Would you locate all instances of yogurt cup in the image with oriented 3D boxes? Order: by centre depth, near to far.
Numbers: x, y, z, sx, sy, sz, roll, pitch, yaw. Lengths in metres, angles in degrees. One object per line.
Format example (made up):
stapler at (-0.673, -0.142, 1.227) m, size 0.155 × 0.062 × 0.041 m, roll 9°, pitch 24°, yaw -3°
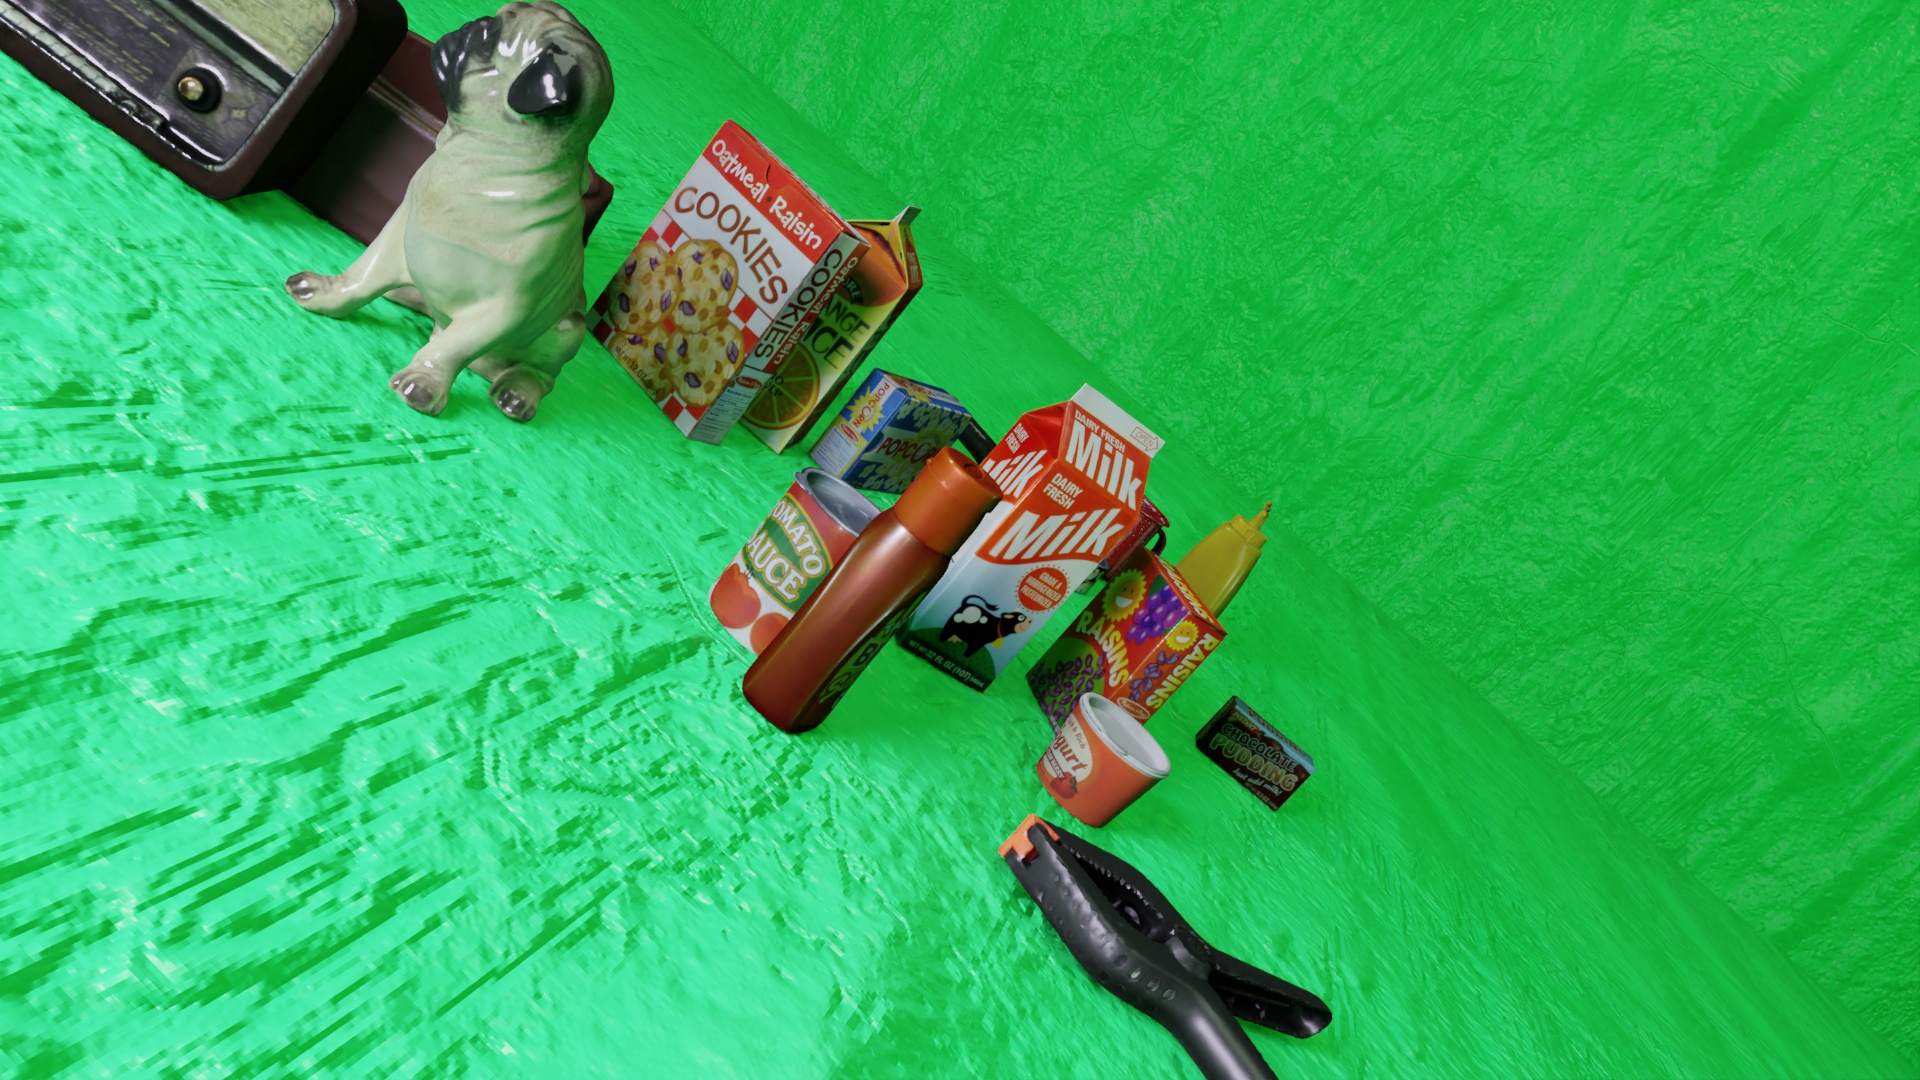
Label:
yogurt cup at (0.082, 0.132, 0.821) m, size 0.072 × 0.054 × 0.072 m, roll 37°, pitch 14°, yaw -11°

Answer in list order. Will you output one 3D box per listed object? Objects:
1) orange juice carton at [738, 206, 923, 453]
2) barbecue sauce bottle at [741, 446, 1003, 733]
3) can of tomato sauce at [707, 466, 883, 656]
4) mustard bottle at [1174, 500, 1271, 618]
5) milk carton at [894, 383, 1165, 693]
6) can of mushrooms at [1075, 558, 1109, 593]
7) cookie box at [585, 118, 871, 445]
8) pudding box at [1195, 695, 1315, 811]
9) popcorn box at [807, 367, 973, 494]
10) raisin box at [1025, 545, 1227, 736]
orange juice carton at (-0.091, -0.160, 0.984) m, size 0.073 × 0.192 × 0.072 m, roll 40°, pitch 14°, yaw -2°
barbecue sauce bottle at (-0.040, 0.022, 0.651) m, size 0.044 × 0.148 × 0.065 m, roll 41°, pitch 14°, yaw 5°
can of tomato sauce at (-0.080, 0.014, 0.708) m, size 0.071 × 0.083 × 0.071 m, roll 37°, pitch 14°, yaw -11°
mustard bottle at (0.256, 0.024, 1.368) m, size 0.065 × 0.160 × 0.049 m, roll 45°, pitch 15°, yaw 19°
milk carton at (0.040, -0.007, 0.855) m, size 0.072 × 0.190 × 0.074 m, roll 33°, pitch 16°, yaw -27°
can of mushrooms at (0.098, 0.014, 1.256) m, size 0.071 × 0.033 × 0.071 m, roll 37°, pitch 14°, yaw -11°
cookie box at (-0.153, -0.165, 0.894) m, size 0.123 × 0.167 × 0.040 m, roll 46°, pitch 15°, yaw 22°
pudding box at (0.234, 0.168, 1.103) m, size 0.084 × 0.049 × 0.030 m, roll 39°, pitch 14°, yaw -2°
popcorn box at (-0.051, -0.081, 1.064) m, size 0.038 × 0.085 × 0.127 m, roll 45°, pitch 15°, yaw 19°
raisin box at (0.106, 0.076, 0.910) m, size 0.040 × 0.123 × 0.086 m, roll 32°, pitch 16°, yaw -29°
